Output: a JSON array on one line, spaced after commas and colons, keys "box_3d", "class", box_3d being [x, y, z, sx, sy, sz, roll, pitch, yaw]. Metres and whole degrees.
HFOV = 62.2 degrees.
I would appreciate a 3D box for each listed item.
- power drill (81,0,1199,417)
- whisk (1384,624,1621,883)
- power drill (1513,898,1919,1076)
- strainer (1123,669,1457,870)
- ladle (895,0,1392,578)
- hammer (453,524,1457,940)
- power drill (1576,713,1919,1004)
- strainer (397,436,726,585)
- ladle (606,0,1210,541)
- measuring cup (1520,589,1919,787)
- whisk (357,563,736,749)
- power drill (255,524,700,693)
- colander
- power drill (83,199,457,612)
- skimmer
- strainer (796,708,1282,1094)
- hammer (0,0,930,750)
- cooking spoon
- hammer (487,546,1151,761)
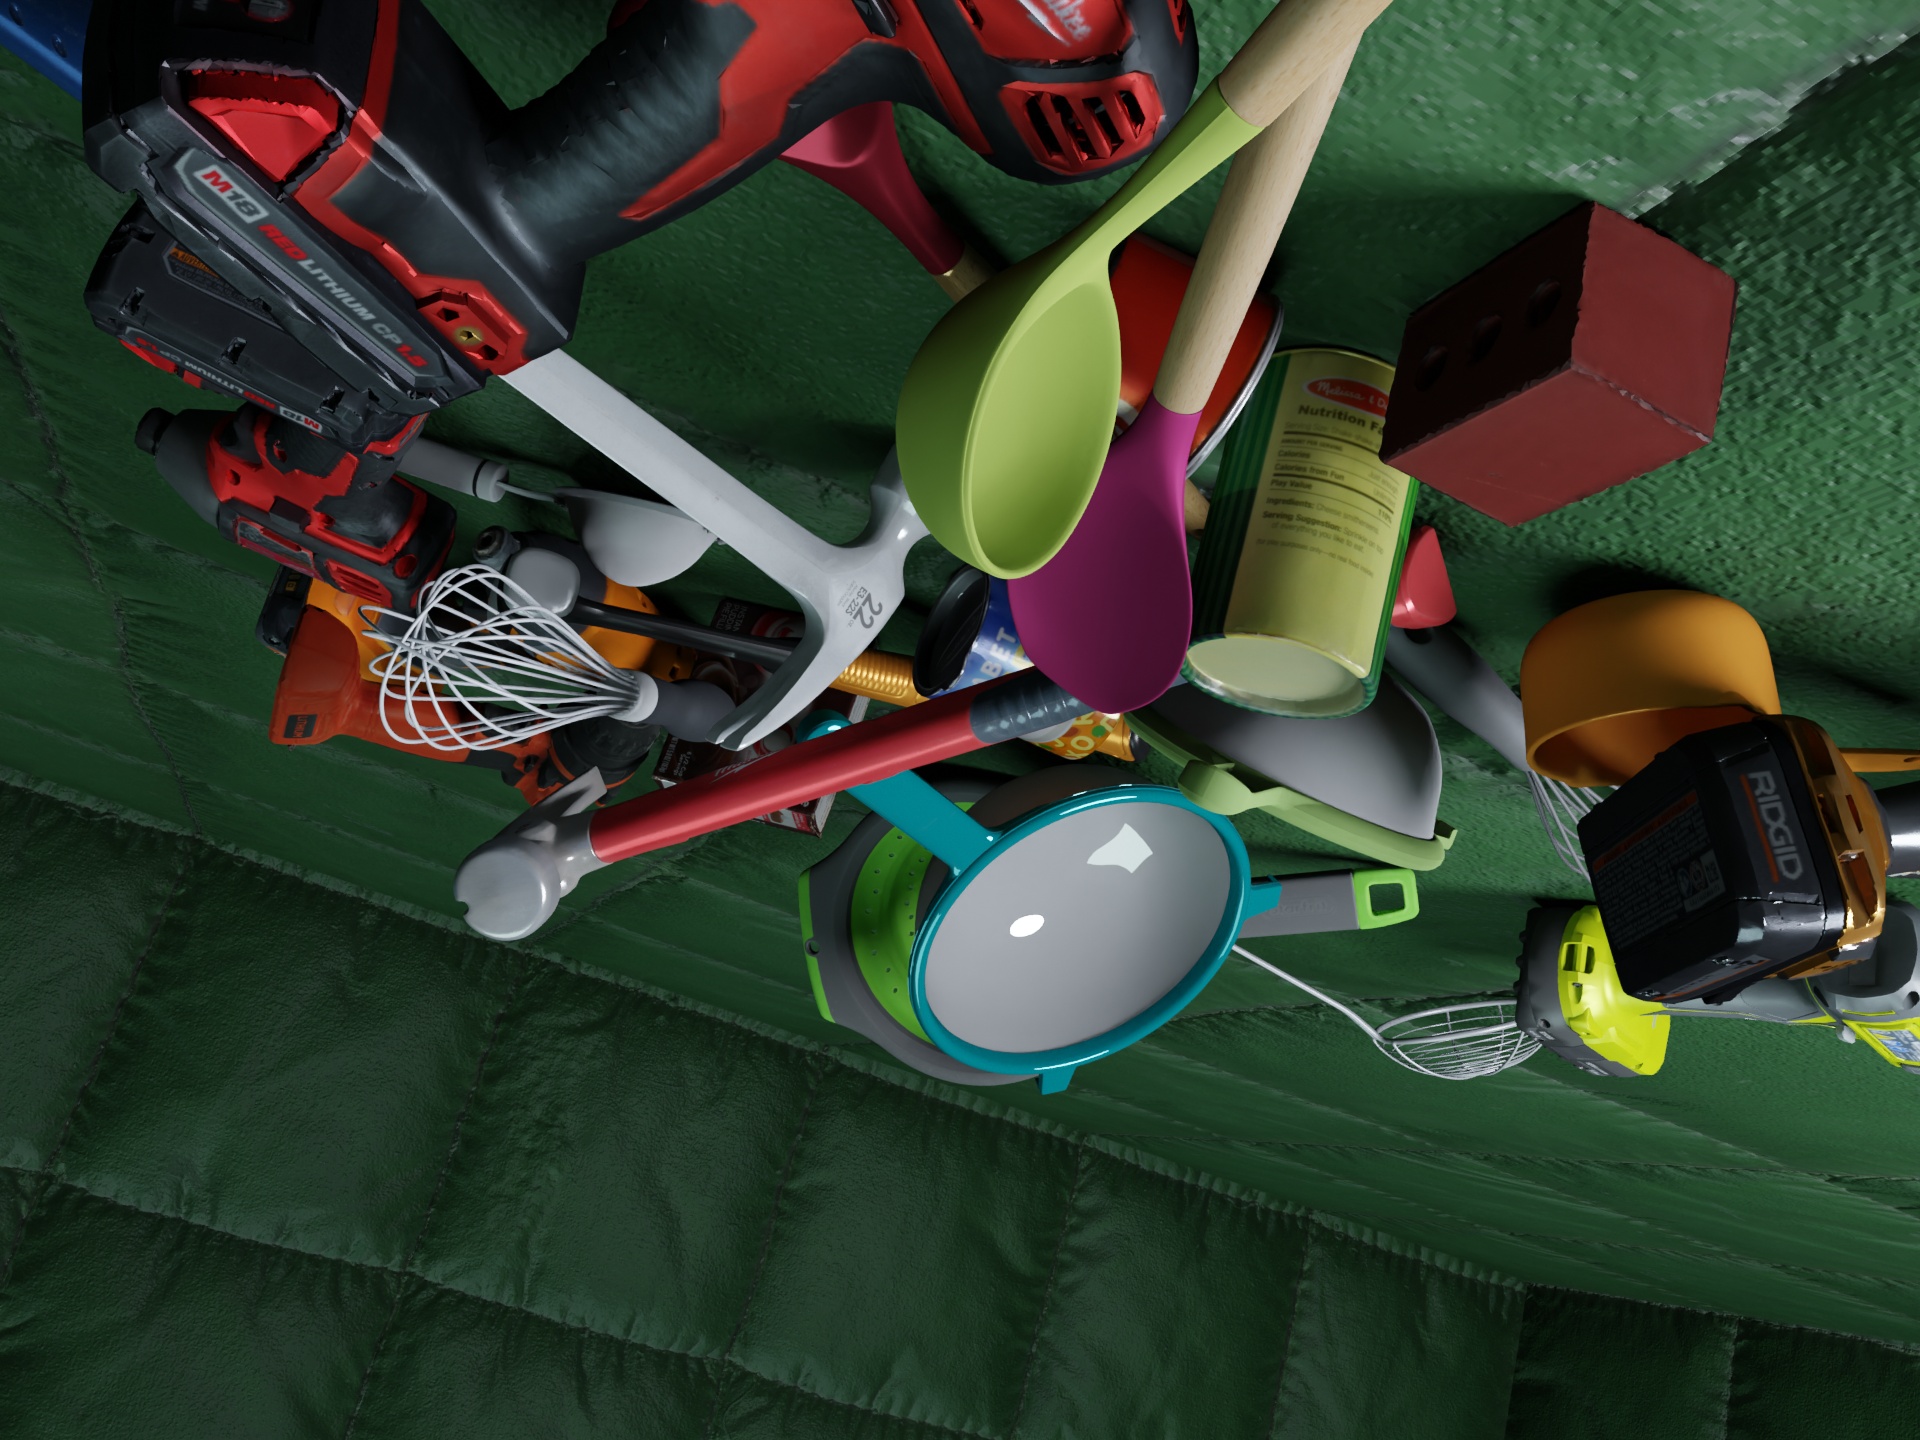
[{"box_3d": [-0.074, -0.167, 0.337, 0.226, 0.080, 0.187, -15, 151, 17], "class": "power drill"}, {"box_3d": [0.249, 0.014, 0.698, 0.238, 0.055, 0.055, 35, 155, -31], "class": "whisk"}, {"box_3d": [0.453, 0.161, 0.895, 0.228, 0.080, 0.190, -8, 149, 46], "class": "power drill"}, {"box_3d": [0.133, 0.001, 0.640, 0.151, 0.069, 0.256, 28, -171, 18], "class": "strainer"}, {"box_3d": [0.081, -0.131, 0.310, 0.062, 0.078, 0.320, 49, 137, -1], "class": "ladle"}, {"box_3d": [-0.001, -0.002, 0.633, 0.386, 0.038, 0.143, -18, -170, 9], "class": "hammer"}, {"box_3d": [0.351, 0.047, 0.579, 0.226, 0.084, 0.185, -8, 160, -2], "class": "power drill"}, {"box_3d": [-0.217, -0.110, 0.760, 0.258, 0.050, 0.087, 19, 176, 5], "class": "strainer"}, {"box_3d": [0.011, -0.134, 0.514, 0.069, 0.031, 0.315, -9, 152, 35], "class": "ladle"}, {"box_3d": [0.294, -0.010, 0.598, 0.173, 0.052, 0.095, 4, 159, -13], "class": "measuring cup"}, {"box_3d": [-0.153, -0.015, 0.660, 0.070, 0.070, 0.284, 12, 178, 14], "class": "whisk"}, {"box_3d": [-0.279, -0.060, 0.891, 0.226, 0.084, 0.164, 3, 157, 25], "class": "power drill"}, {"box_3d": [0.095, 0.123, 1.047, 0.397, 0.204, 0.094, -7, -175, 16], "class": "colander"}, {"box_3d": [-0.282, -0.128, 0.663, 0.143, 0.079, 0.219, 26, 156, -10], "class": "power drill"}, {"box_3d": [0.242, 0.153, 1.123, 0.363, 0.090, 0.127, 28, 172, -2], "class": "skimmer"}, {"box_3d": [0.018, 0.069, 0.893, 0.340, 0.211, 0.095, 40, -168, -38], "class": "strainer"}, {"box_3d": [-0.179, -0.139, 0.540, 0.405, 0.144, 0.035, 36, 168, -28], "class": "hammer"}, {"box_3d": [0.065, -0.104, 0.415, 0.069, 0.017, 0.318, 37, 145, 15], "class": "cooking spoon"}, {"box_3d": [-0.060, -0.025, 0.784, 0.336, 0.034, 0.127, 12, 173, -19], "class": "hammer"}]
